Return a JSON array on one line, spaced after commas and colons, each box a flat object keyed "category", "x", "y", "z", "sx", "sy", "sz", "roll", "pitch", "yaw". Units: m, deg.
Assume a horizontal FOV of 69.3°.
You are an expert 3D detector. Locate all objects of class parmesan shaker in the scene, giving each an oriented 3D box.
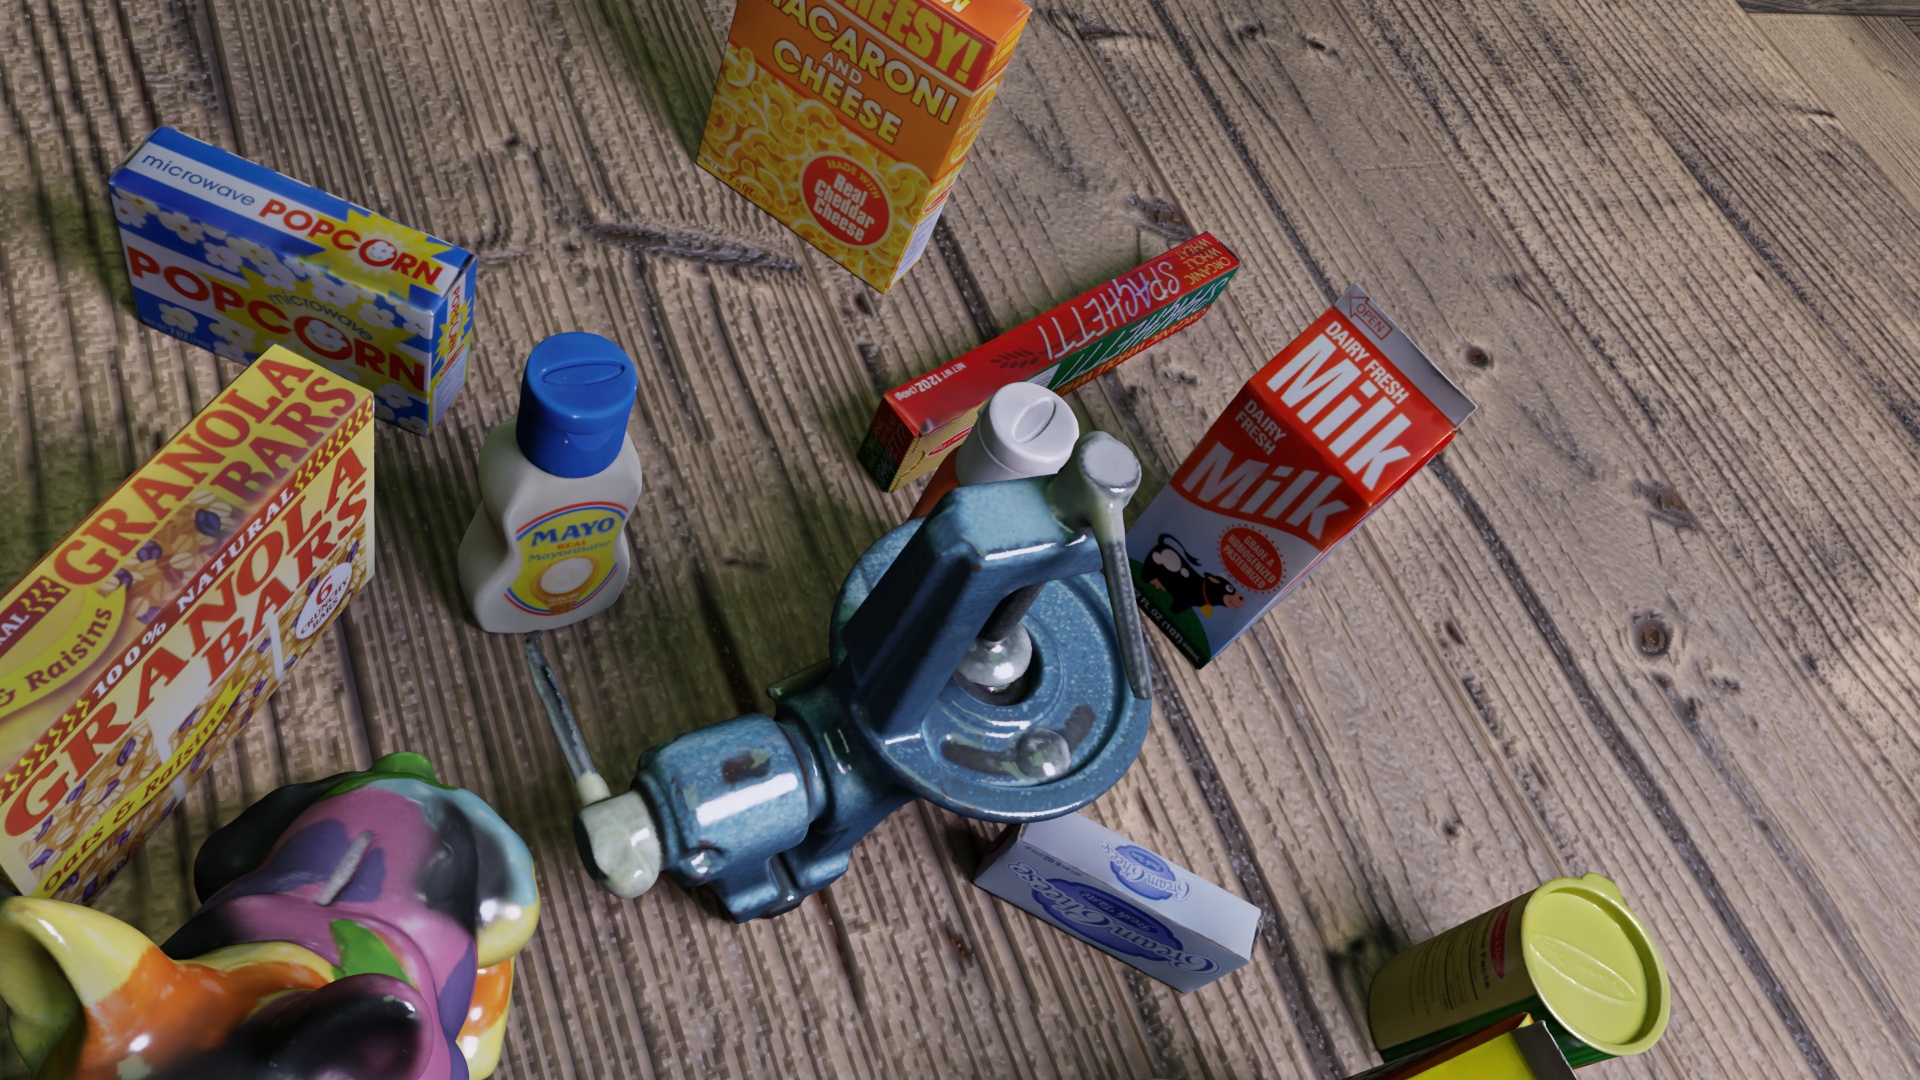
[{"category": "parmesan shaker", "x": 0.223, "y": 0.183, "z": 0.564, "sx": 0.071, "sy": 0.102, "sz": 0.071, "roll": 11, "pitch": 56, "yaw": -16}]

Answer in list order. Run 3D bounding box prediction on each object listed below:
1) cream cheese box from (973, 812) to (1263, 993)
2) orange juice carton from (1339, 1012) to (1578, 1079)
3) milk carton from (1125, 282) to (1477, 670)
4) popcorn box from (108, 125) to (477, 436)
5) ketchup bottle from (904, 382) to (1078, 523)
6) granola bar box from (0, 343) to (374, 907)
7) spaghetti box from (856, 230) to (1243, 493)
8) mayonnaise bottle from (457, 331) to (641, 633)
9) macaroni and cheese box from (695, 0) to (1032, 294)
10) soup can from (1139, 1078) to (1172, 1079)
[{"category": "cream cheese box", "x": 0.062, "y": 0.142, "z": 0.554, "sx": 0.104, "sy": 0.053, "sz": 0.024, "roll": 28, "pitch": 53, "yaw": -4}, {"category": "orange juice carton", "x": 0.148, "y": 0.213, "z": 0.457, "sx": 0.073, "sy": 0.191, "sz": 0.072, "roll": -13, "pitch": 65, "yaw": -29}, {"category": "milk carton", "x": 0.145, "y": -0.027, "z": 0.613, "sx": 0.074, "sy": 0.189, "sz": 0.072, "roll": -33, "pitch": 76, "yaw": -35}, {"category": "popcorn box", "x": -0.264, "y": -0.101, "z": 0.557, "sx": 0.127, "sy": 0.084, "sz": 0.038, "roll": 22, "pitch": 53, "yaw": -8}, {"category": "ketchup bottle", "x": 0.002, "y": -0.007, "z": 0.567, "sx": 0.043, "sy": 0.148, "sz": 0.065, "roll": 37, "pitch": 53, "yaw": 3}, {"category": "granola bar box", "x": -0.257, "y": 0.032, "z": 0.449, "sx": 0.039, "sy": 0.123, "sz": 0.166, "roll": 29, "pitch": 52, "yaw": -3}, {"category": "spaghetti box", "x": 0.052, "y": -0.096, "z": 0.707, "sx": 0.251, "sy": 0.050, "sz": 0.029, "roll": -32, "pitch": 75, "yaw": -35}, {"category": "mayonnaise bottle", "x": -0.148, "y": -0.017, "z": 0.511, "sx": 0.065, "sy": 0.147, "sz": 0.041, "roll": -13, "pitch": 65, "yaw": -29}, {"category": "macaroni and cheese box", "x": -0.053, "y": -0.215, "z": 0.668, "sx": 0.124, "sy": 0.165, "sz": 0.040, "roll": 35, "pitch": 53, "yaw": 2}, {"category": "soup can", "x": 0.052, "y": 0.229, "z": 0.475, "sx": 0.071, "sy": 0.083, "sz": 0.072, "roll": 11, "pitch": 56, "yaw": -16}]
